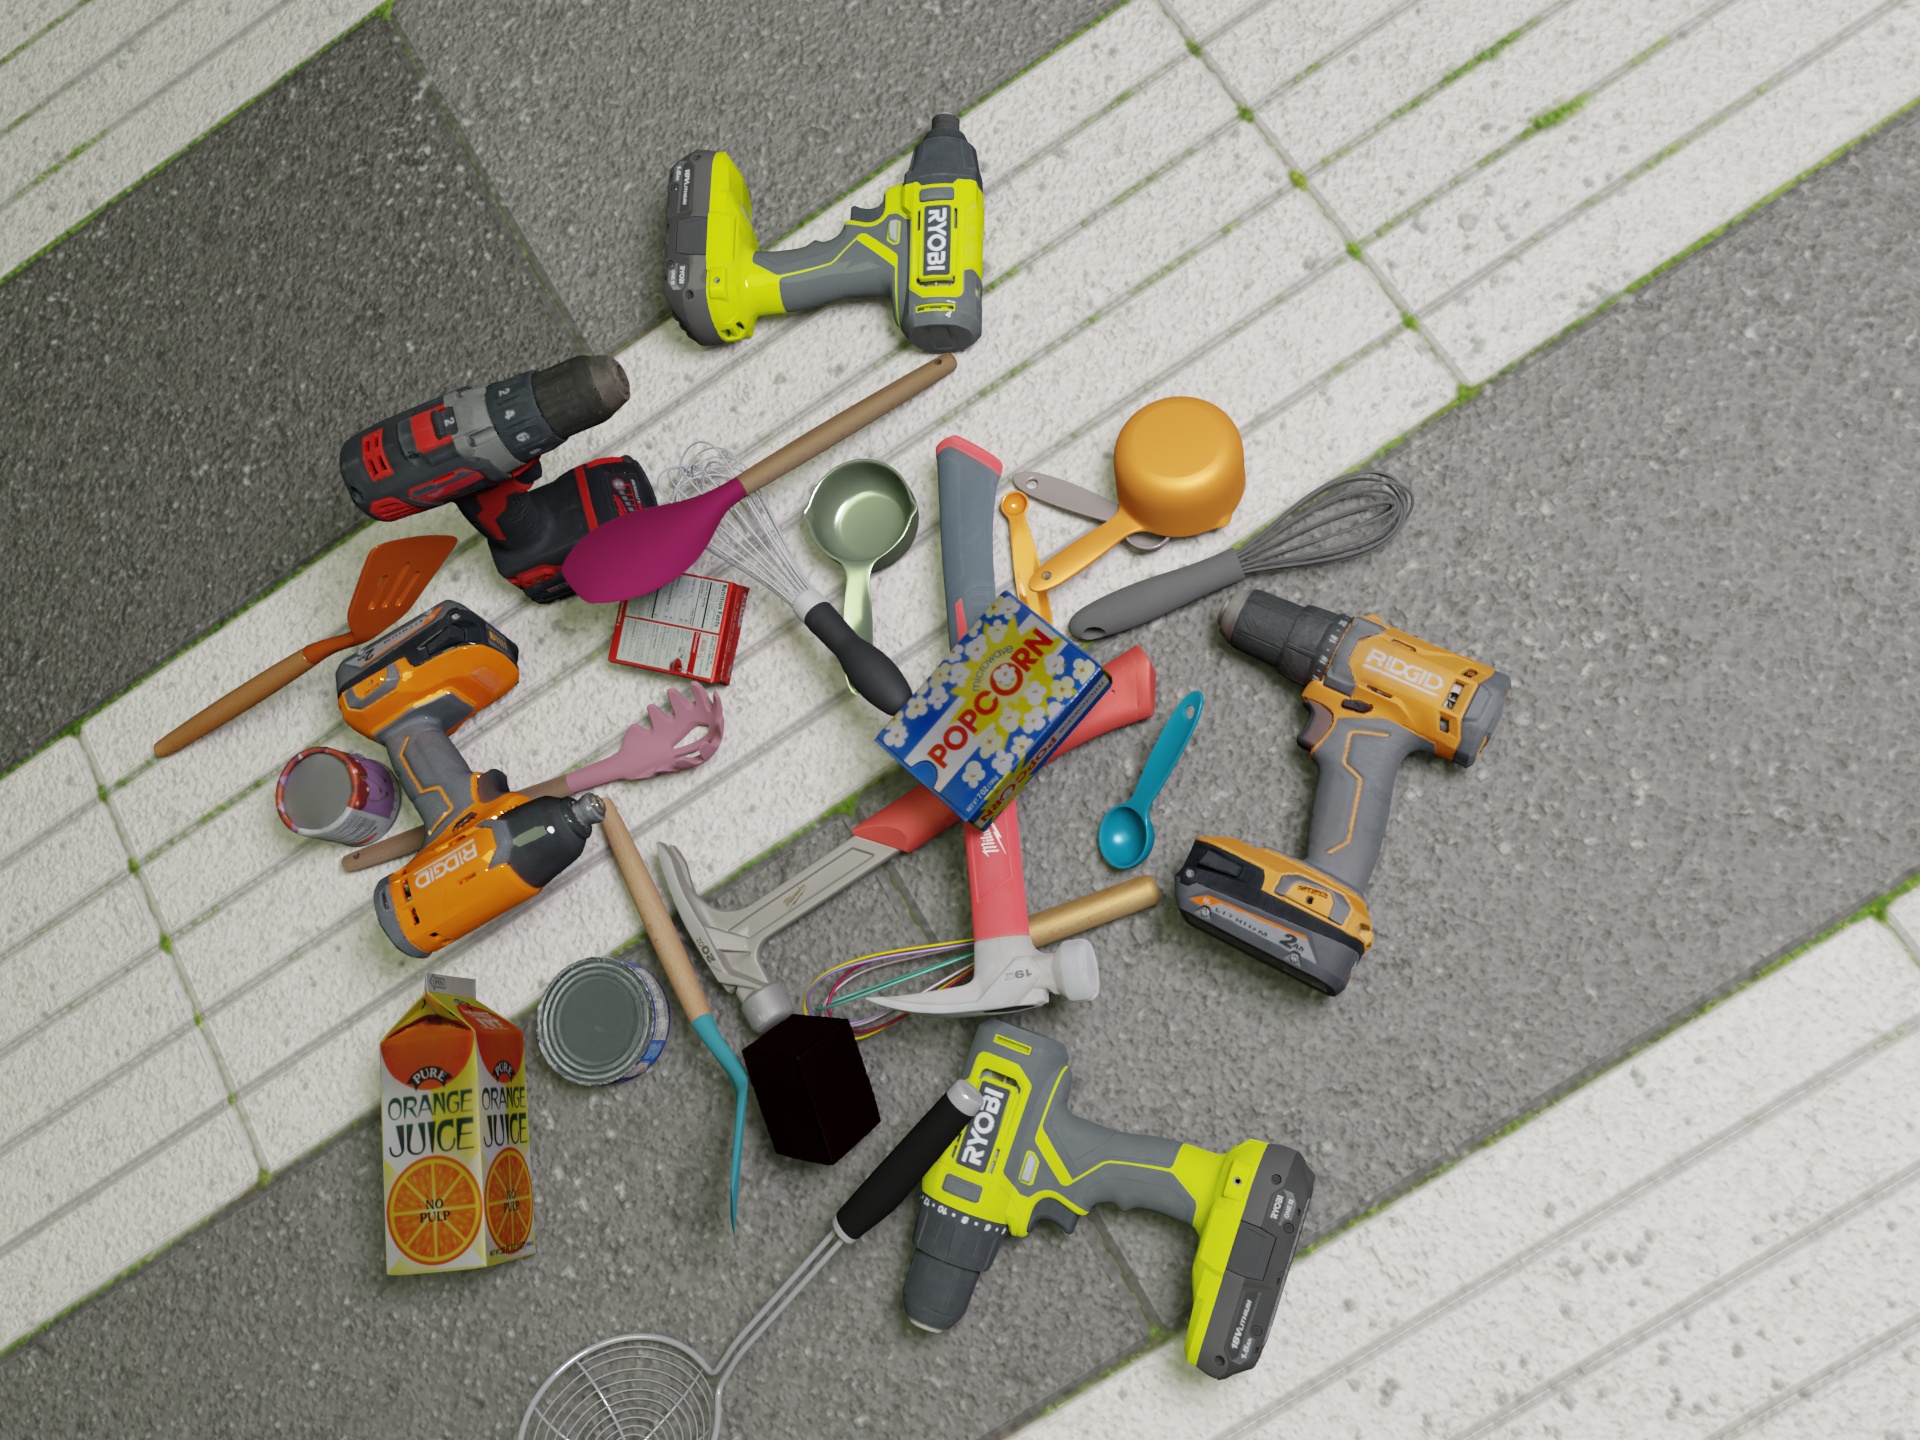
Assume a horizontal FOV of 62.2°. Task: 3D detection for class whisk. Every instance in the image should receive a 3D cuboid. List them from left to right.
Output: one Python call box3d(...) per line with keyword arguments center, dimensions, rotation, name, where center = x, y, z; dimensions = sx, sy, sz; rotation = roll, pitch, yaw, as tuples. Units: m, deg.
box3d(center=(-0.119, -0.095, 1.083), dimensions=(0.070, 0.070, 0.285), rotation=(-44, 61, 1), name="whisk")
box3d(center=(0.014, 0.153, 1.036), dimensions=(0.245, 0.051, 0.047), rotation=(-20, 73, 3), name="whisk")
box3d(center=(0.182, -0.104, 1.048), dimensions=(0.239, 0.055, 0.055), rotation=(-22, 74, 12), name="whisk")

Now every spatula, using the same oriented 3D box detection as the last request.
box3d(center=(-0.488, -0.046, 1.151), dimensions=(0.322, 0.081, 0.041), rotation=(-25, 89, 26), name="spatula")
box3d(center=(-0.191, 0.180, 1.052), dimensions=(0.044, 0.082, 0.318), rotation=(-20, 60, -19), name="spatula")

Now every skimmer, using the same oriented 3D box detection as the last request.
box3d(center=(-0.129, 0.348, 0.975), dimensions=(0.363, 0.090, 0.127), rotation=(-49, 40, 11), name="skimmer")

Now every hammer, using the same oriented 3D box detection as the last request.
box3d(center=(-0.028, 0.053, 1.068), dimensions=(0.359, 0.036, 0.149), rotation=(-34, 73, 5), name="hammer")
box3d(center=(-0.002, -0.003, 1.035), dimensions=(0.143, 0.038, 0.387), rotation=(-10, 71, 15), name="hammer")

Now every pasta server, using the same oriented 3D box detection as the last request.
box3d(center=(-0.305, 0.050, 1.132), dimensions=(0.316, 0.040, 0.060), rotation=(-19, 58, 10), name="pasta server")

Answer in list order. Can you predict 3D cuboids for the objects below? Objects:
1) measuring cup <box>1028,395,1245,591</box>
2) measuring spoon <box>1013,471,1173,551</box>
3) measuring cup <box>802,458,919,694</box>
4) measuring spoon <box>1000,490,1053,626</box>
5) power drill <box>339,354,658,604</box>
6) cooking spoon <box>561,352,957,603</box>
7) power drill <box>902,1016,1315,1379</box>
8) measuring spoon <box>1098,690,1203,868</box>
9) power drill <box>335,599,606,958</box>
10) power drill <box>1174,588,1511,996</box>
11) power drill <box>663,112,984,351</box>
box3d(center=(0.112, -0.148, 1.050), dimensions=(0.173, 0.052, 0.095), rotation=(-36, 64, -9), name="measuring cup")
box3d(center=(0.091, -0.145, 1.096), dimensions=(0.124, 0.018, 0.034), rotation=(25, 72, 23), name="measuring spoon")
box3d(center=(-0.066, -0.097, 1.108), dimensions=(0.083, 0.038, 0.168), rotation=(-2, 80, 13), name="measuring cup")
box3d(center=(0.047, -0.102, 1.098), dimensions=(0.021, 0.011, 0.117), rotation=(-13, 79, 11), name="measuring spoon")
box3d(center=(-0.277, -0.165, 1.071), dimensions=(0.188, 0.226, 0.080), rotation=(-20, 75, 9), name="power drill")
box3d(center=(-0.130, -0.173, 1.090), dimensions=(0.319, 0.017, 0.069), rotation=(-34, 64, -19), name="cooking spoon")
box3d(center=(0.083, 0.307, 0.969), dimensions=(0.228, 0.080, 0.190), rotation=(17, 81, 19), name="power drill")
box3d(center=(0.130, 0.038, 1.023), dimensions=(0.042, 0.021, 0.128), rotation=(41, 112, 42), name="measuring spoon")
box3d(center=(-0.337, 0.031, 1.097), dimensions=(0.164, 0.084, 0.227), rotation=(-29, 60, 7), name="power drill")
box3d(center=(0.212, 0.034, 0.996), dimensions=(0.185, 0.084, 0.226), rotation=(26, 81, 19), name="power drill")
box3d(center=(-0.094, -0.351, 1.150), dimensions=(0.223, 0.080, 0.171), rotation=(-1, 79, 9), name="power drill")
